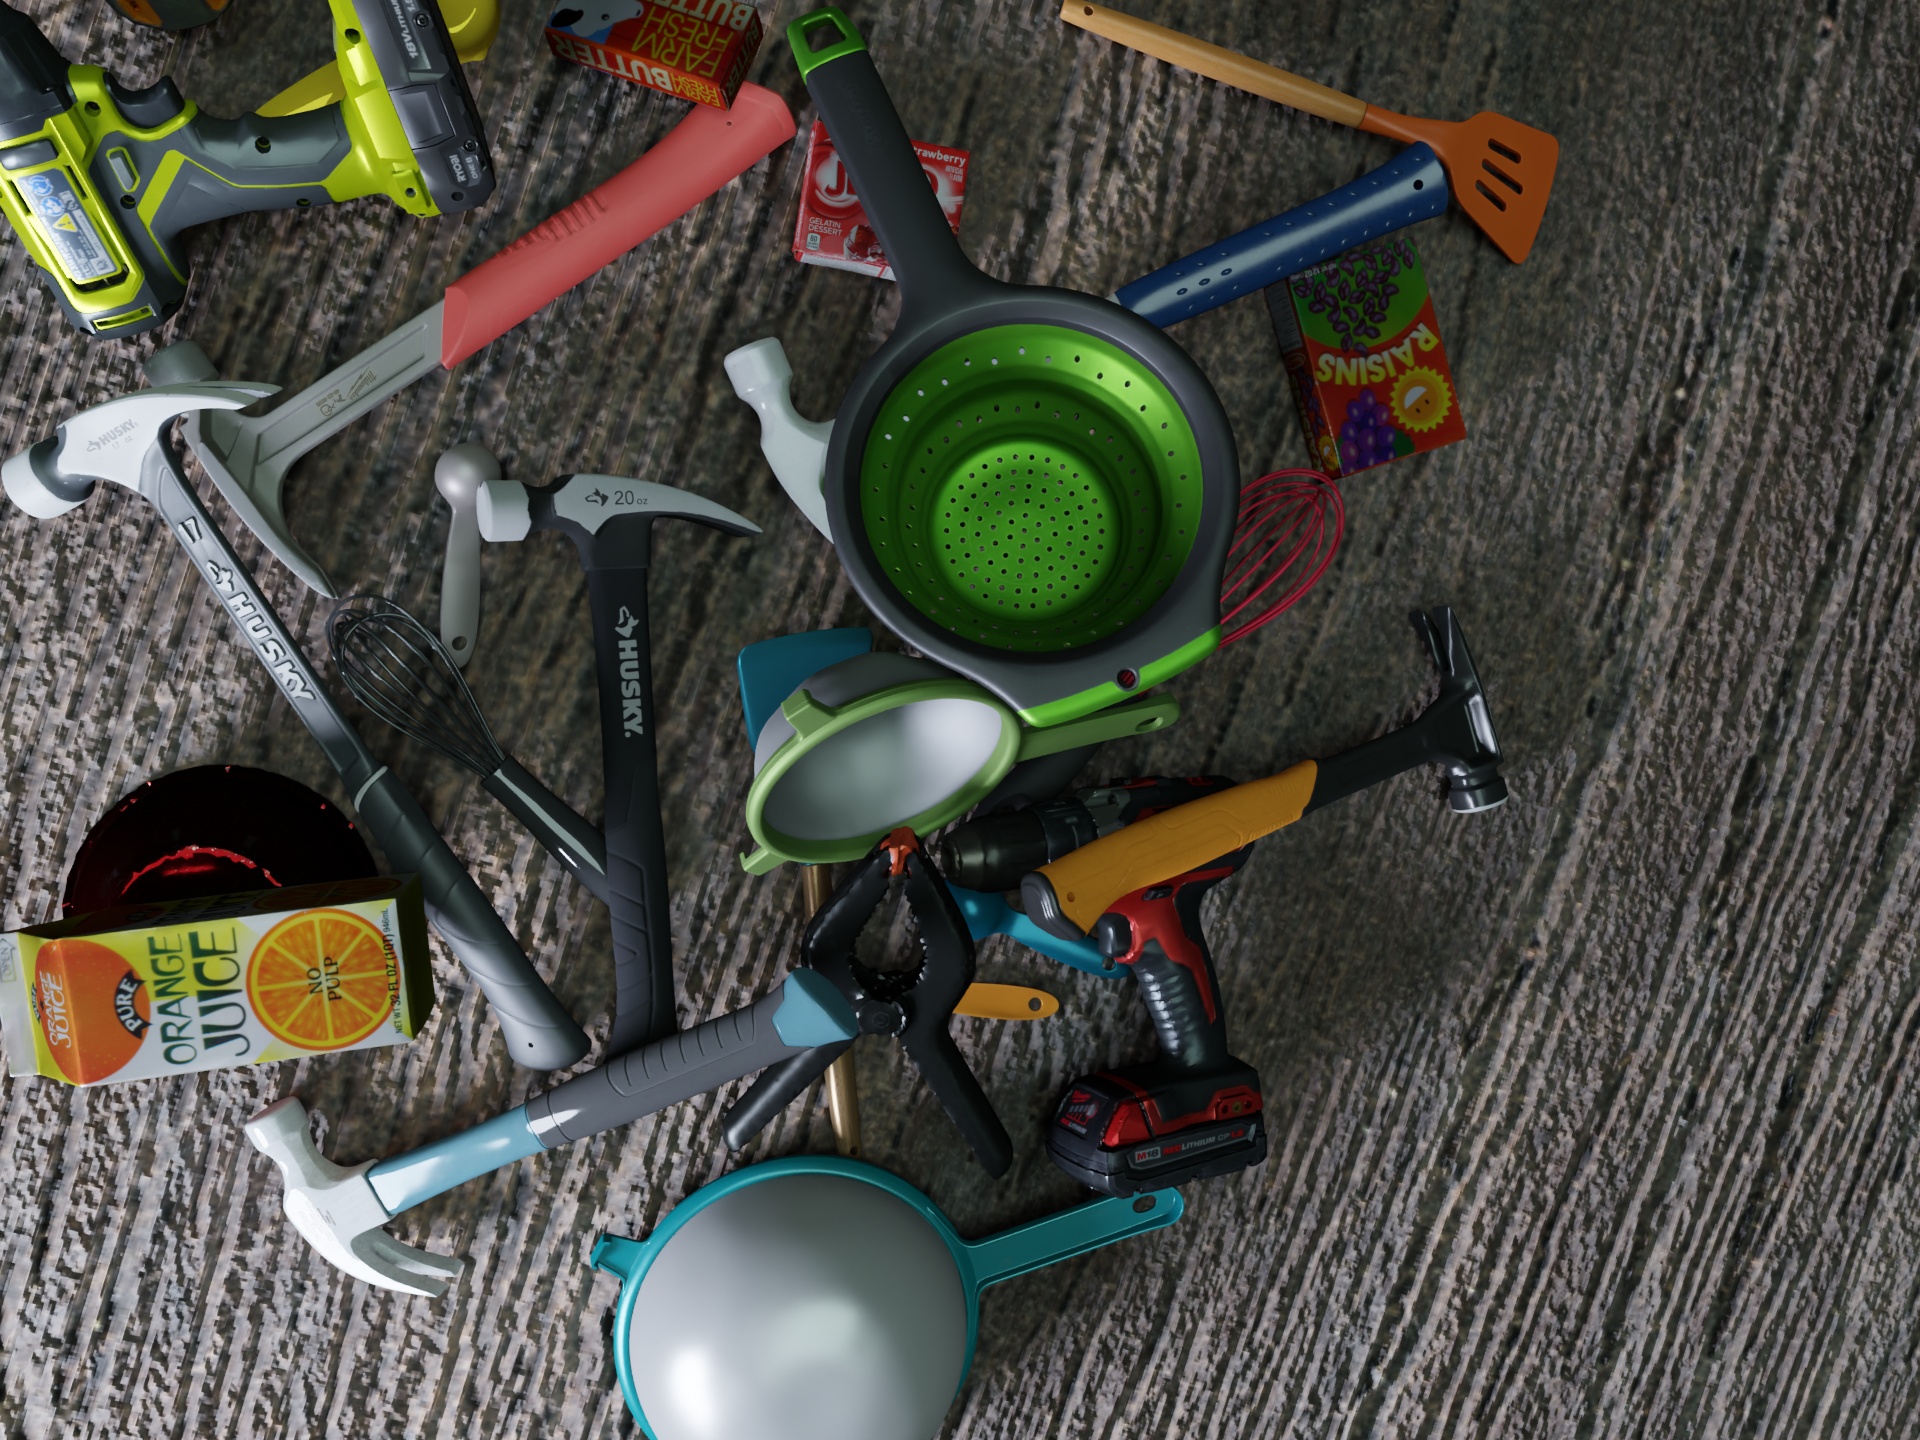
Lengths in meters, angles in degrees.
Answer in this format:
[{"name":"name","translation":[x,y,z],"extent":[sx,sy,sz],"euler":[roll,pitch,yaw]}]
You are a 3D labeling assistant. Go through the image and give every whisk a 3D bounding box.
[{"name":"whisk","translation":[-0.248,0.025,0.859],"extent":[0.055,0.055,0.238],"euler":[-44,105,-5]},{"name":"whisk","translation":[0.111,-0.033,0.923],"extent":[0.073,0.073,0.296],"euler":[44,92,-11]}]

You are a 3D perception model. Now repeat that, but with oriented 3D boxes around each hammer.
[{"name":"hammer","translation":[-0.171,0.036,0.855],"extent":[0.146,0.035,0.335],"euler":[-5,94,-27]},{"name":"hammer","translation":[-0.236,-0.221,0.847],"extent":[0.359,0.037,0.149],"euler":[-36,100,-7]},{"name":"hammer","translation":[-0.208,0.205,0.831],"extent":[0.331,0.033,0.128],"euler":[-24,99,12]},{"name":"hammer","translation":[0.082,-0.216,0.888],"extent":[0.405,0.035,0.144],"euler":[-24,99,-1]},{"name":"hammer","translation":[-0.307,0.017,0.813],"extent":[0.149,0.036,0.408],"euler":[-21,110,22]},{"name":"hammer","translation":[0.175,0.038,0.896],"extent":[0.337,0.034,0.127],"euler":[-20,95,-28]}]

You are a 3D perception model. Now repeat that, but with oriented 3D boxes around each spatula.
[{"name":"spatula","translation":[0.210,-0.360,0.935],"extent":[0.322,0.041,0.081],"euler":[17,90,-8]},{"name":"spatula","translation":[-0.076,0.107,0.899],"extent":[0.082,0.044,0.317],"euler":[-11,98,-31]}]

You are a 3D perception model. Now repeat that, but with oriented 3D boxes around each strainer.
[{"name":"strainer","translation":[-0.001,-0.003,0.853],"extent":[0.256,0.151,0.069],"euler":[-12,57,-25]},{"name":"strainer","translation":[-0.026,0.338,0.888],"extent":[0.340,0.095,0.211],"euler":[-18,101,-5]}]

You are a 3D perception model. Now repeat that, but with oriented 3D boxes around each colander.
[{"name":"colander","translation":[0.002,-0.184,0.833],"extent":[0.204,0.094,0.397],"euler":[-23,81,-4]}]

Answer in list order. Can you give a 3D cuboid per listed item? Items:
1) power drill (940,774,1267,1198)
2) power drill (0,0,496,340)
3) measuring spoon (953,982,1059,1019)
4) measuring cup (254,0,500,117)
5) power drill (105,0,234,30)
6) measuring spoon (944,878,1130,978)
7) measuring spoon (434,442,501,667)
[{"name":"power drill","translation":[0.085,0.147,0.905],"extent":[0.188,0.080,0.226],"euler":[-6,93,-24]},{"name":"power drill","translation":[-0.353,-0.293,0.760],"extent":[0.223,0.080,0.171],"euler":[-18,133,-6]},{"name":"measuring spoon","translation":[0.002,0.163,0.938],"extent":[0.117,0.011,0.021],"euler":[8,93,-15]},{"name":"measuring cup","translation":[-0.309,-0.346,0.825],"extent":[0.156,0.029,0.062],"euler":[-39,100,-9]},{"name":"power drill","translation":[-0.324,-0.447,0.785],"extent":[0.226,0.084,0.164],"euler":[-18,78,-6]},{"name":"measuring spoon","translation":[0.046,0.126,0.935],"extent":[0.128,0.021,0.042],"euler":[23,89,-11]},{"name":"measuring spoon","translation":[-0.262,-0.085,0.844],"extent":[0.034,0.018,0.124],"euler":[-3,112,-33]}]
